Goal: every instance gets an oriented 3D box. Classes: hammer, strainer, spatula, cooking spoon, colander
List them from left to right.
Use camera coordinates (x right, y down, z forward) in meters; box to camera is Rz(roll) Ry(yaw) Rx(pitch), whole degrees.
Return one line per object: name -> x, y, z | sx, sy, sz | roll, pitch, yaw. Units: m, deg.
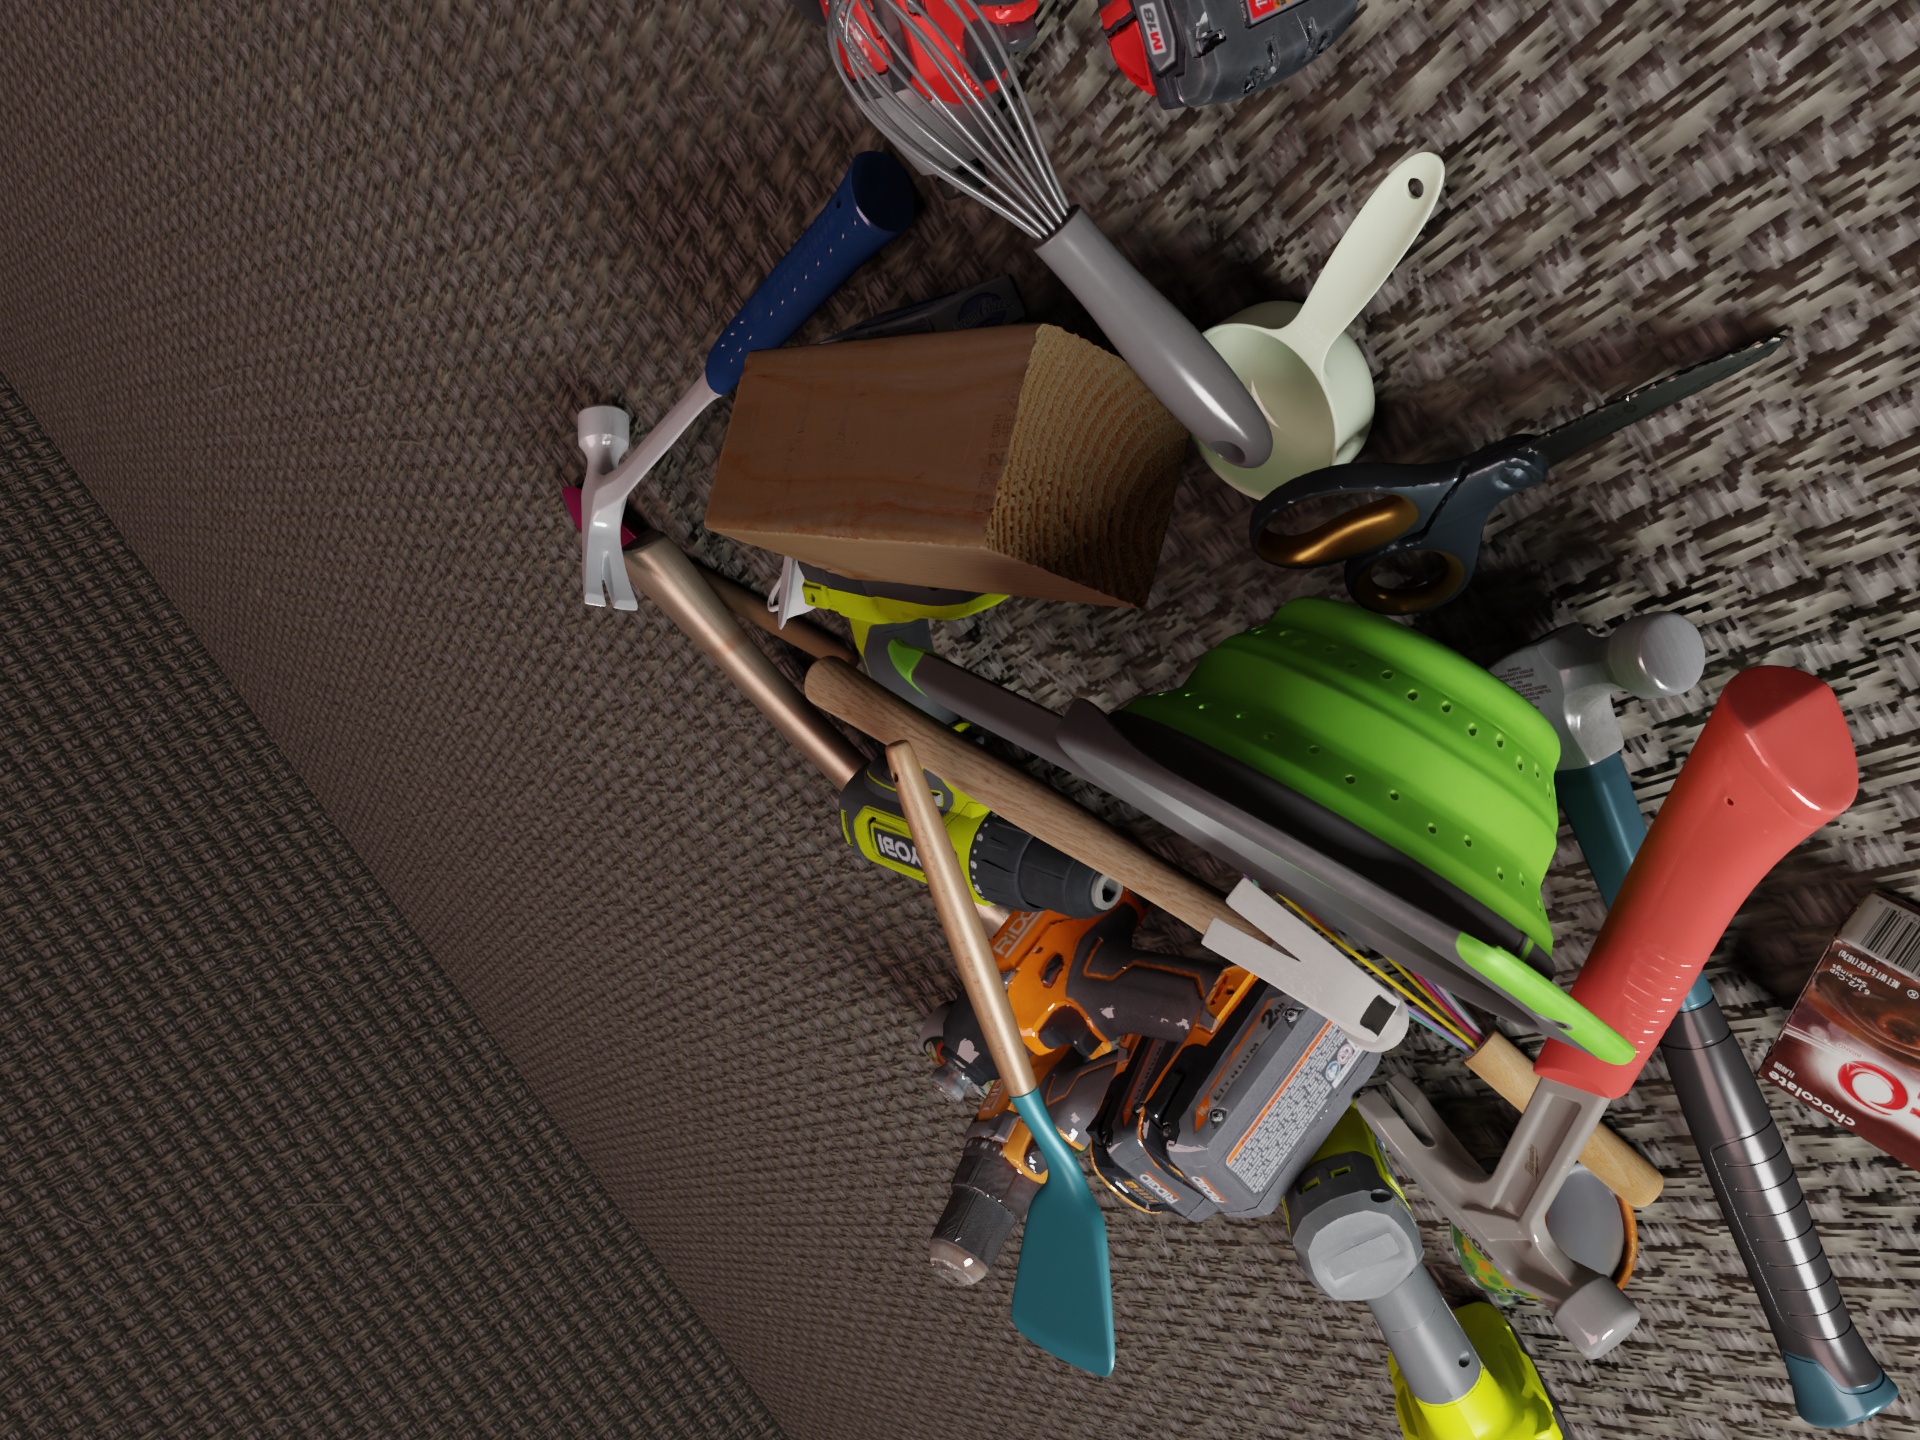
cooking spoon -> -0.181, -0.098, 1.103 | 0.319, 0.017, 0.068 | 29, 147, 36
hammer -> -0.139, -0.185, 0.894 | 0.405, 0.035, 0.144 | -26, 63, 55
strainer -> -0.087, -0.124, 0.886 | 0.050, 0.087, 0.258 | 4, 156, -3
hammer -> -0.081, 0.032, 1.057 | 0.411, 0.038, 0.146 | 45, 151, 7
spatula -> 0.014, 0.161, 0.766 | 0.082, 0.044, 0.317 | -2, 111, 57
hammer -> 0.050, 0.049, 0.738 | 0.331, 0.031, 0.130 | 30, 176, 30
colander -> 0.098, -0.003, 0.633 | 0.204, 0.094, 0.397 | 33, 177, -38
hammer -> 0.238, 0.109, 0.604 | 0.149, 0.036, 0.358 | 49, 155, 36
hammer -> 0.281, 0.120, 0.609 | 0.331, 0.033, 0.128 | 67, 160, -3

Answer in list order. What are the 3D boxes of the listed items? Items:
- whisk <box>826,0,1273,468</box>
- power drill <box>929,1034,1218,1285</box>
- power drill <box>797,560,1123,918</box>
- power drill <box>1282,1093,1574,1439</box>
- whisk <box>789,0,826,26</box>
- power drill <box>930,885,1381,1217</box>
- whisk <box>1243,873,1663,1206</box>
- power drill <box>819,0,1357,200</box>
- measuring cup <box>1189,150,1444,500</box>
whisk -> 0.038, -0.177, 0.570 | 0.238, 0.055, 0.055 | 44, 154, -21
power drill -> 0.073, 0.251, 0.949 | 0.084, 0.185, 0.226 | 40, 150, -14
power drill -> -0.001, -0.003, 0.859 | 0.191, 0.080, 0.228 | 15, 125, 44
power drill -> 0.231, 0.293, 0.832 | 0.223, 0.080, 0.171 | 59, -169, -12
whisk -> -0.137, -0.417, 0.680 | 0.284, 0.070, 0.070 | 53, 150, -8
power drill -> 0.086, 0.164, 0.832 | 0.227, 0.164, 0.084 | 23, 158, 53
whisk -> 0.232, 0.138, 0.761 | 0.245, 0.051, 0.047 | 41, 169, 12
power drill -> 0.028, -0.270, 0.582 | 0.220, 0.078, 0.143 | 15, 133, 51
measuring cup -> 0.139, -0.149, 0.588 | 0.083, 0.038, 0.167 | 47, 148, 11
